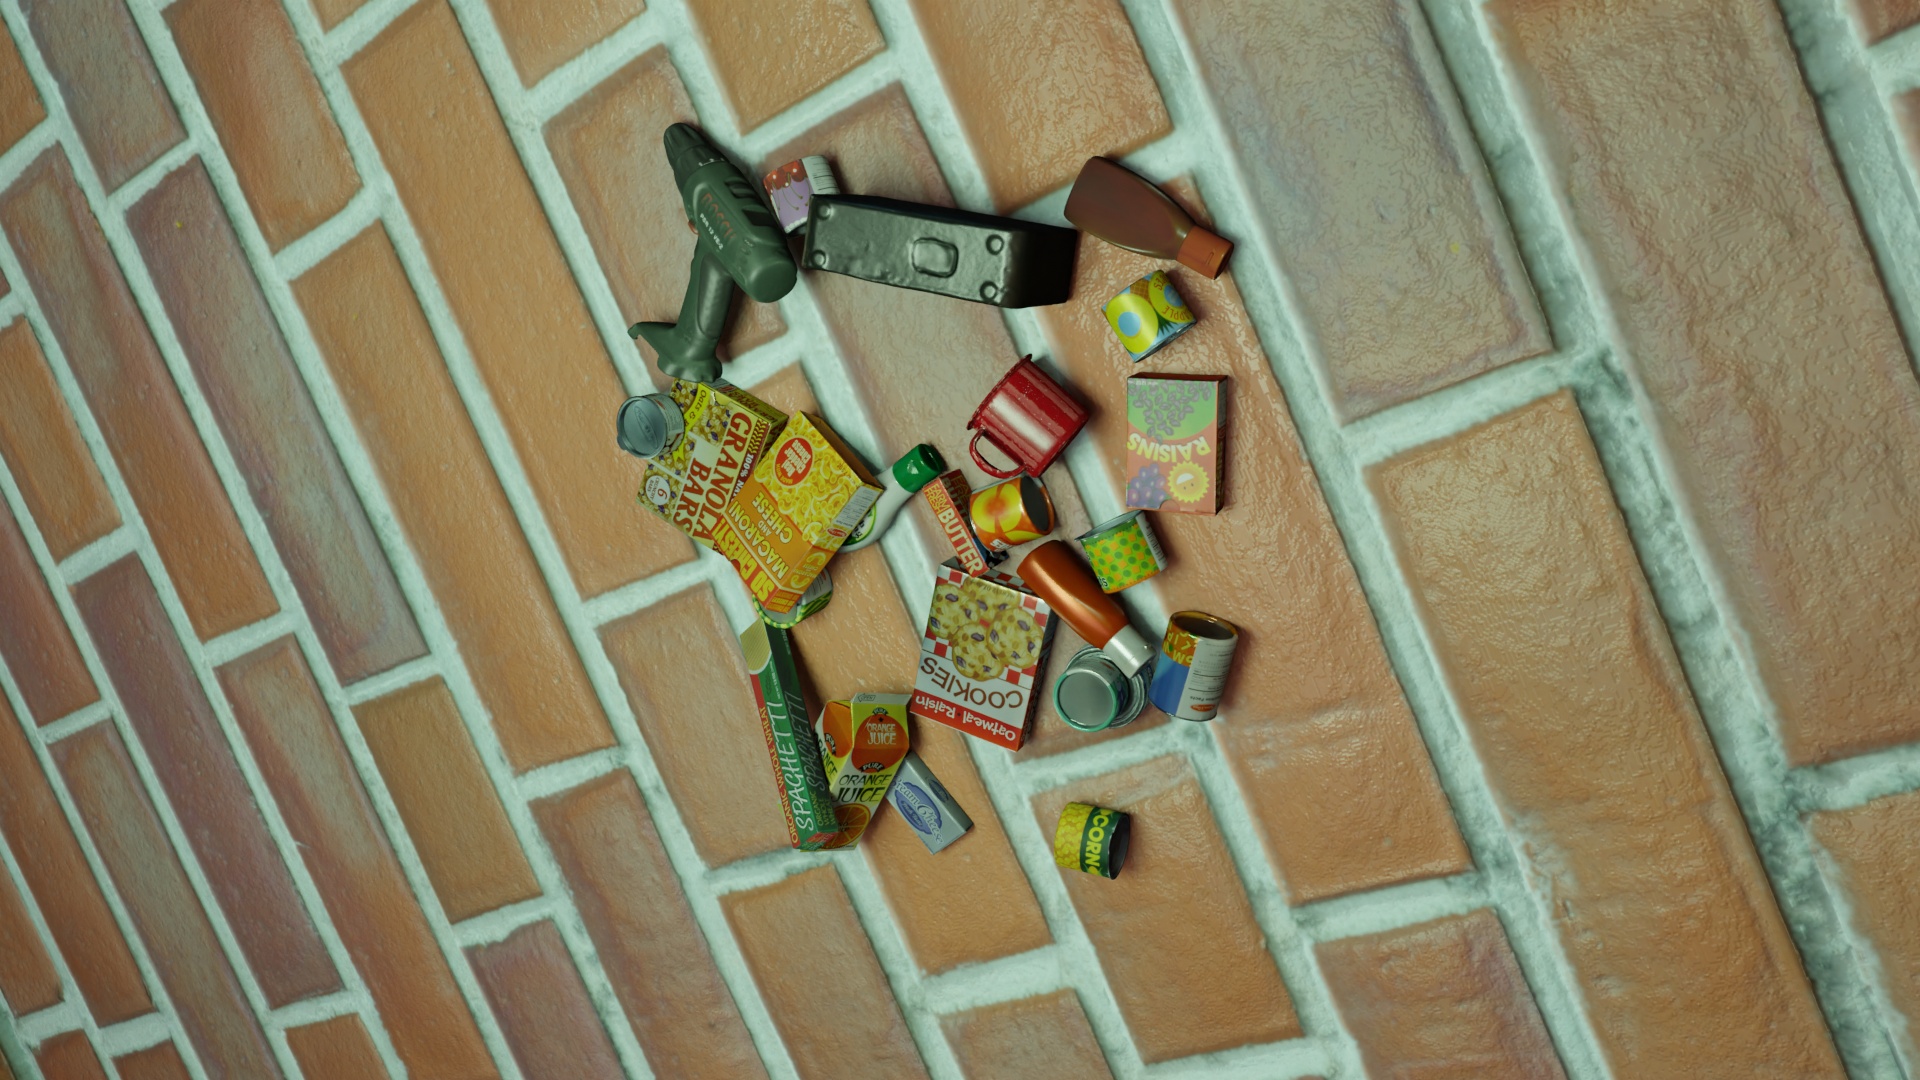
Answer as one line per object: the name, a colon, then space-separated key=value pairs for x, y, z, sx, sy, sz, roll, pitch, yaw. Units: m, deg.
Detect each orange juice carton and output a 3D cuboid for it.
orange juice carton: x=-0.117 y=0.233 z=1.458 sx=0.073 sy=0.072 sz=0.191 roll=53 pitch=125 yaw=44

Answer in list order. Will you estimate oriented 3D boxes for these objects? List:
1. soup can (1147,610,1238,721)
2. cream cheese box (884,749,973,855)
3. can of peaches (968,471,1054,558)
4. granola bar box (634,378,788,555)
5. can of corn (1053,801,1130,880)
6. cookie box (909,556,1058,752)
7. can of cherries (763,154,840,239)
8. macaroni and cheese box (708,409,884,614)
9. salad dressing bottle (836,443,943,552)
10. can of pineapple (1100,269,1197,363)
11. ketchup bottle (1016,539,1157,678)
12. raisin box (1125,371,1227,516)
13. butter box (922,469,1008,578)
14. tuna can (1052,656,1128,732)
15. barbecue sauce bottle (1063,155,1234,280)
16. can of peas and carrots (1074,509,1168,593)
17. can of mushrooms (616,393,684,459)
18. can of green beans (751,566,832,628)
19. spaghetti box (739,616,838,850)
soup can: x=0.215 y=0.115 z=1.293 sx=0.071 sy=0.071 sz=0.083 roll=19 pitch=110 yaw=19
cream cheese box: x=-0.040 y=0.279 z=1.476 sx=0.053 sy=0.024 sz=0.104 roll=-42 pitch=84 yaw=27
can of peaches: x=0.050 y=-0.025 z=1.329 sx=0.058 sy=0.071 sz=0.071 roll=-21 pitch=95 yaw=27
granola bar box: x=-0.266 y=-0.085 z=1.475 sx=0.124 sy=0.039 sz=0.164 roll=30 pitch=114 yaw=15
can of corn: x=0.130 y=0.296 z=1.377 sx=0.058 sy=0.071 sz=0.071 roll=8 pitch=107 yaw=23
cookie box: x=0.025 y=0.114 z=1.394 sx=0.123 sy=0.040 sz=0.166 roll=19 pitch=110 yaw=20
can of cherries: x=-0.152 y=-0.331 z=1.339 sx=0.071 sy=0.072 sz=0.058 roll=-20 pitch=95 yaw=28
macaroni and cheese box: x=-0.169 y=-0.029 z=1.400 sx=0.166 sy=0.040 sz=0.124 roll=-51 pitch=56 yaw=13
salad dressing bottle: x=-0.081 y=-0.043 z=1.397 sx=0.147 sy=0.044 sz=0.064 roll=-37 pitch=82 yaw=28
can of pineapple: x=0.167 y=-0.199 z=1.228 sx=0.070 sy=0.071 sz=0.058 roll=-34 pitch=88 yaw=28
ketchup bottle: x=0.122 y=0.065 z=1.311 sx=0.149 sy=0.065 sz=0.043 roll=46 pitch=122 yaw=17
raisin box: x=0.196 y=-0.088 z=1.260 sx=0.086 sy=0.040 sz=0.123 roll=5 pitch=107 yaw=23
butter box: x=0.005 y=-0.017 z=1.360 sx=0.024 sy=0.053 sz=0.103 roll=-29 pitch=91 yaw=27
tuna can: x=0.123 y=0.149 z=1.321 sx=0.071 sy=0.033 sz=0.071 roll=7 pitch=106 yaw=23
barbecue sauce bottle: x=0.167 y=-0.278 z=1.220 sx=0.149 sy=0.044 sz=0.064 roll=31 pitch=115 yaw=14
can of peas and carrots: x=0.150 y=0.011 z=1.293 sx=0.071 sy=0.071 sz=0.058 roll=-24 pitch=94 yaw=28
can of mushrooms: x=-0.325 y=-0.119 z=1.452 sx=0.071 sy=0.033 sz=0.071 roll=7 pitch=106 yaw=26
can of green beans: x=-0.177 y=0.053 z=1.460 sx=0.071 sy=0.058 sz=0.071 roll=7 pitch=107 yaw=23
spaghetti box: x=-0.180 y=0.198 z=1.452 sx=0.050 sy=0.029 sz=0.251 roll=-40 pitch=58 yaw=39
